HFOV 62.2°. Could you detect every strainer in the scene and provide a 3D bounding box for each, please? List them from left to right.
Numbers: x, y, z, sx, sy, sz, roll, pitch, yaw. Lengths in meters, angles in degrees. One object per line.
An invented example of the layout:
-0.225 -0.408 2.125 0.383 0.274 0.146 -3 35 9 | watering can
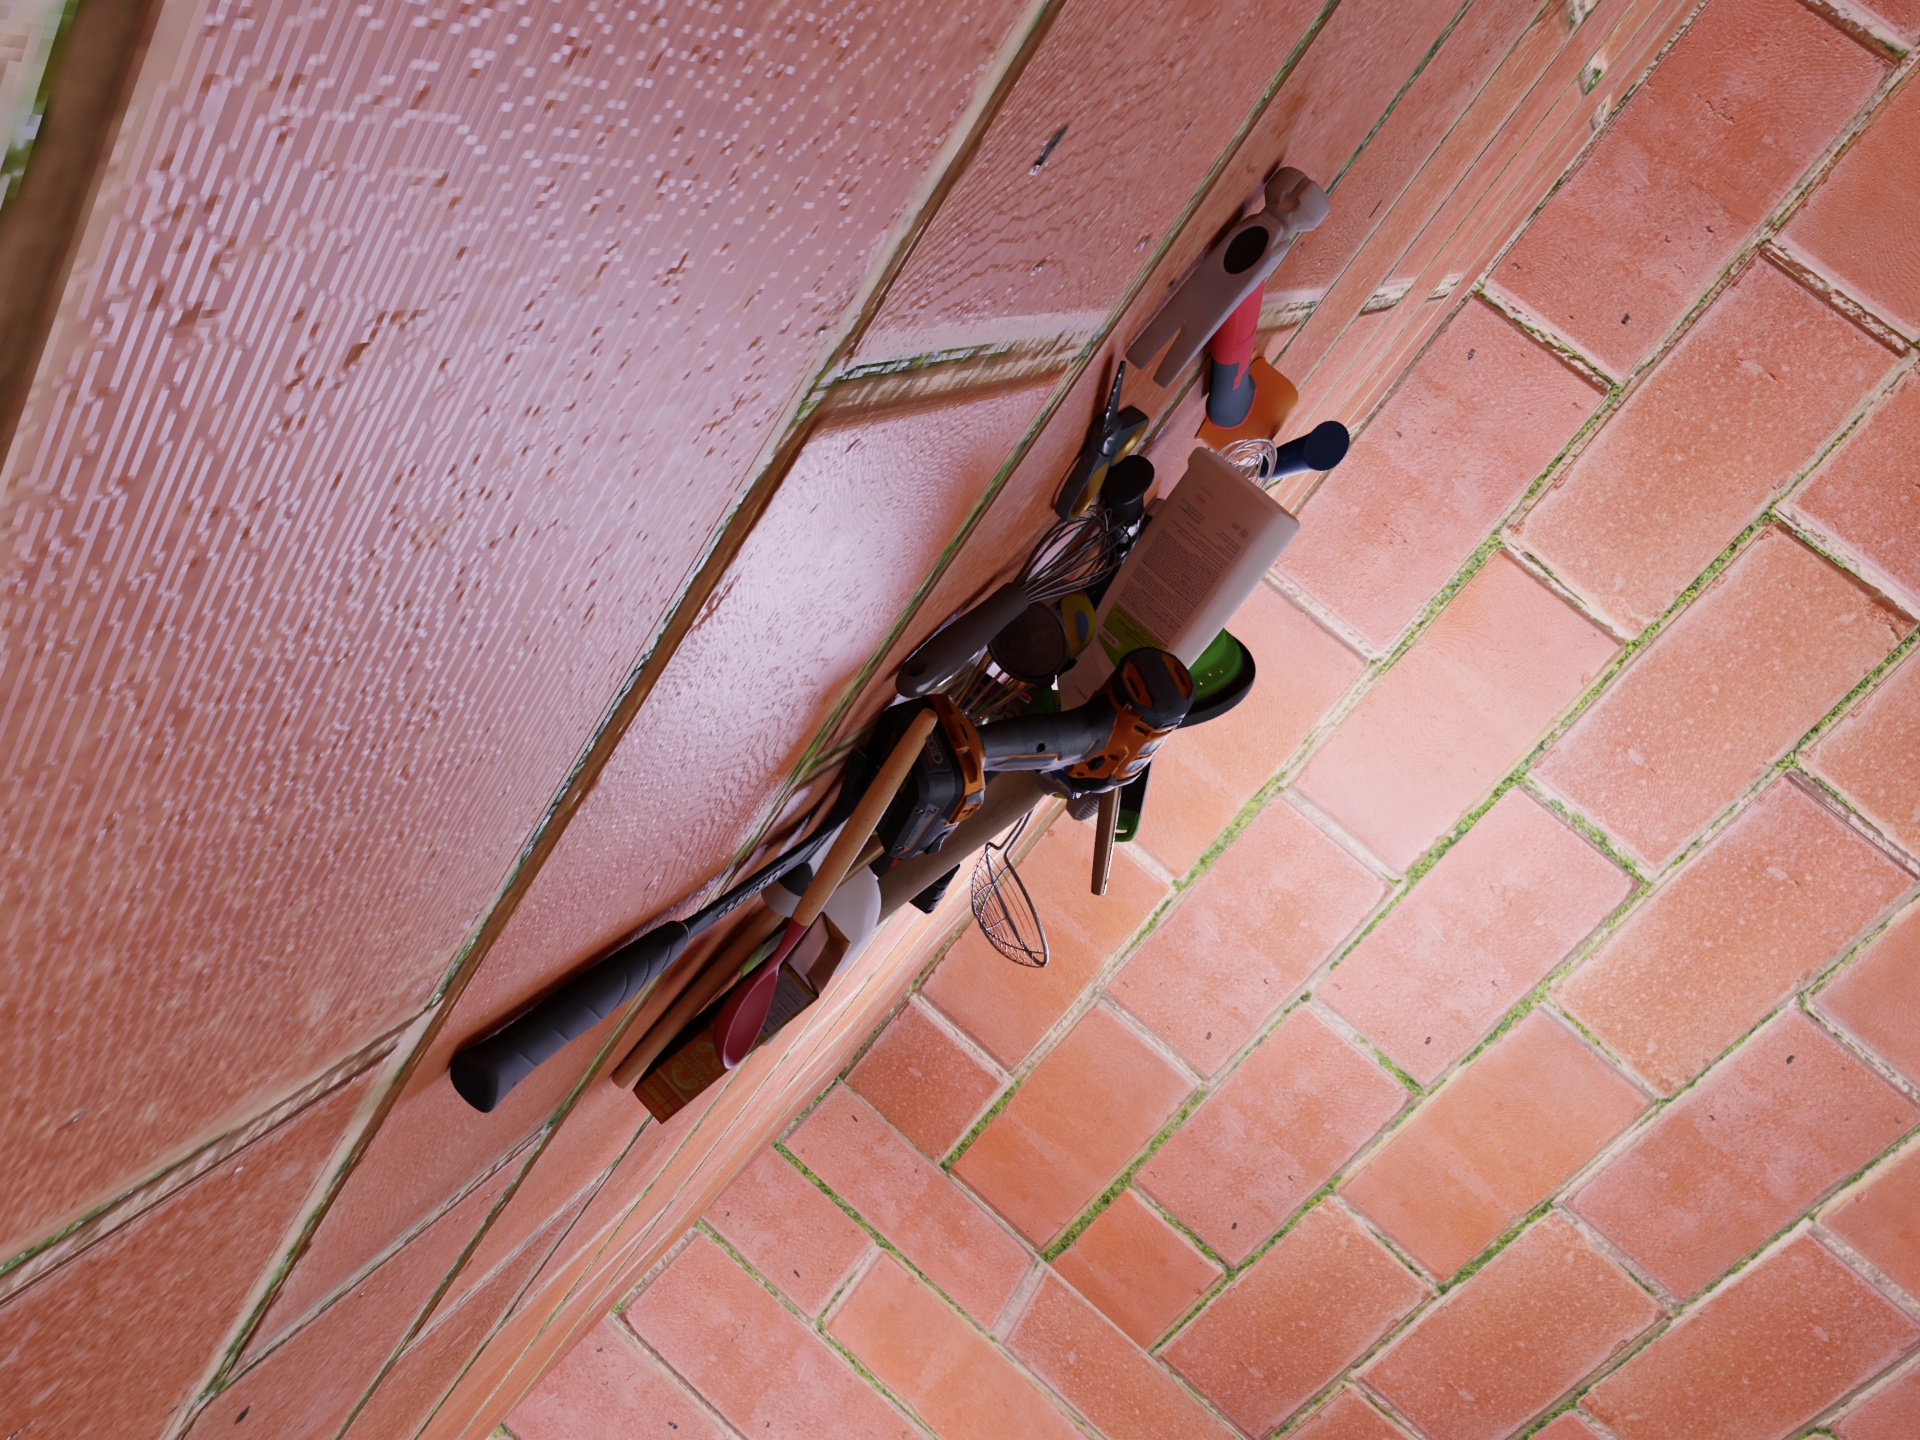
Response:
-0.148 0.219 1.360 0.256 0.069 0.151 -51 172 0 | strainer

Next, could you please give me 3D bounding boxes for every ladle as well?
-0.142 0.165 1.200 0.320 0.062 0.078 -47 180 0 | ladle
-0.095 0.116 1.068 0.315 0.031 0.069 -58 172 25 | ladle

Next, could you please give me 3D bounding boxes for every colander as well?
0.179 -0.037 1.552 0.397 0.204 0.094 -69 158 -51 | colander

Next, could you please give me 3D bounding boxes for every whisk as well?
-0.004 -0.005 1.246 0.245 0.051 0.047 -46 138 1 | whisk
0.038 -0.081 1.076 0.239 0.055 0.055 -40 168 -34 | whisk
0.178 -0.140 1.339 0.059 0.058 0.246 21 117 -45 | whisk

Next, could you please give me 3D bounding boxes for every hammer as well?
-0.163 0.125 0.959 0.149 0.036 0.409 -55 171 25 | hammer
-0.063 0.145 1.442 0.410 0.146 0.038 -41 155 9 | hammer
0.130 -0.151 1.298 0.146 0.035 0.334 -50 172 0 | hammer
0.177 -0.246 1.093 0.143 0.038 0.386 -49 172 3 | hammer
0.278 -0.229 1.468 0.144 0.035 0.405 -49 -175 1 | hammer

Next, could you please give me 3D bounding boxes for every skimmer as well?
0.101 0.060 1.471 0.363 0.090 0.127 -66 -149 16 | skimmer

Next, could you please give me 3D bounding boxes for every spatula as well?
0.134 0.003 1.342 0.060 0.018 0.315 -34 133 -60 | spatula

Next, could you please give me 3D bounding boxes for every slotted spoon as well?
-0.043 0.078 1.265 0.314 0.031 0.070 -39 -178 6 | slotted spoon

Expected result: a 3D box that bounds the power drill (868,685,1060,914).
0.008 0.081 1.582 0.227 0.080 0.187 -50 173 -24 | power drill

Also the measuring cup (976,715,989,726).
-0.015 0.030 1.330 0.083 0.038 0.167 -44 170 -34 | measuring cup

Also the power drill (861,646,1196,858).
0.044 0.028 1.154 0.226 0.084 0.164 -13 156 -24 | power drill

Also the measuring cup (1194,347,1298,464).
0.251 -0.269 1.343 0.095 0.052 0.173 -49 174 -2 | measuring cup
